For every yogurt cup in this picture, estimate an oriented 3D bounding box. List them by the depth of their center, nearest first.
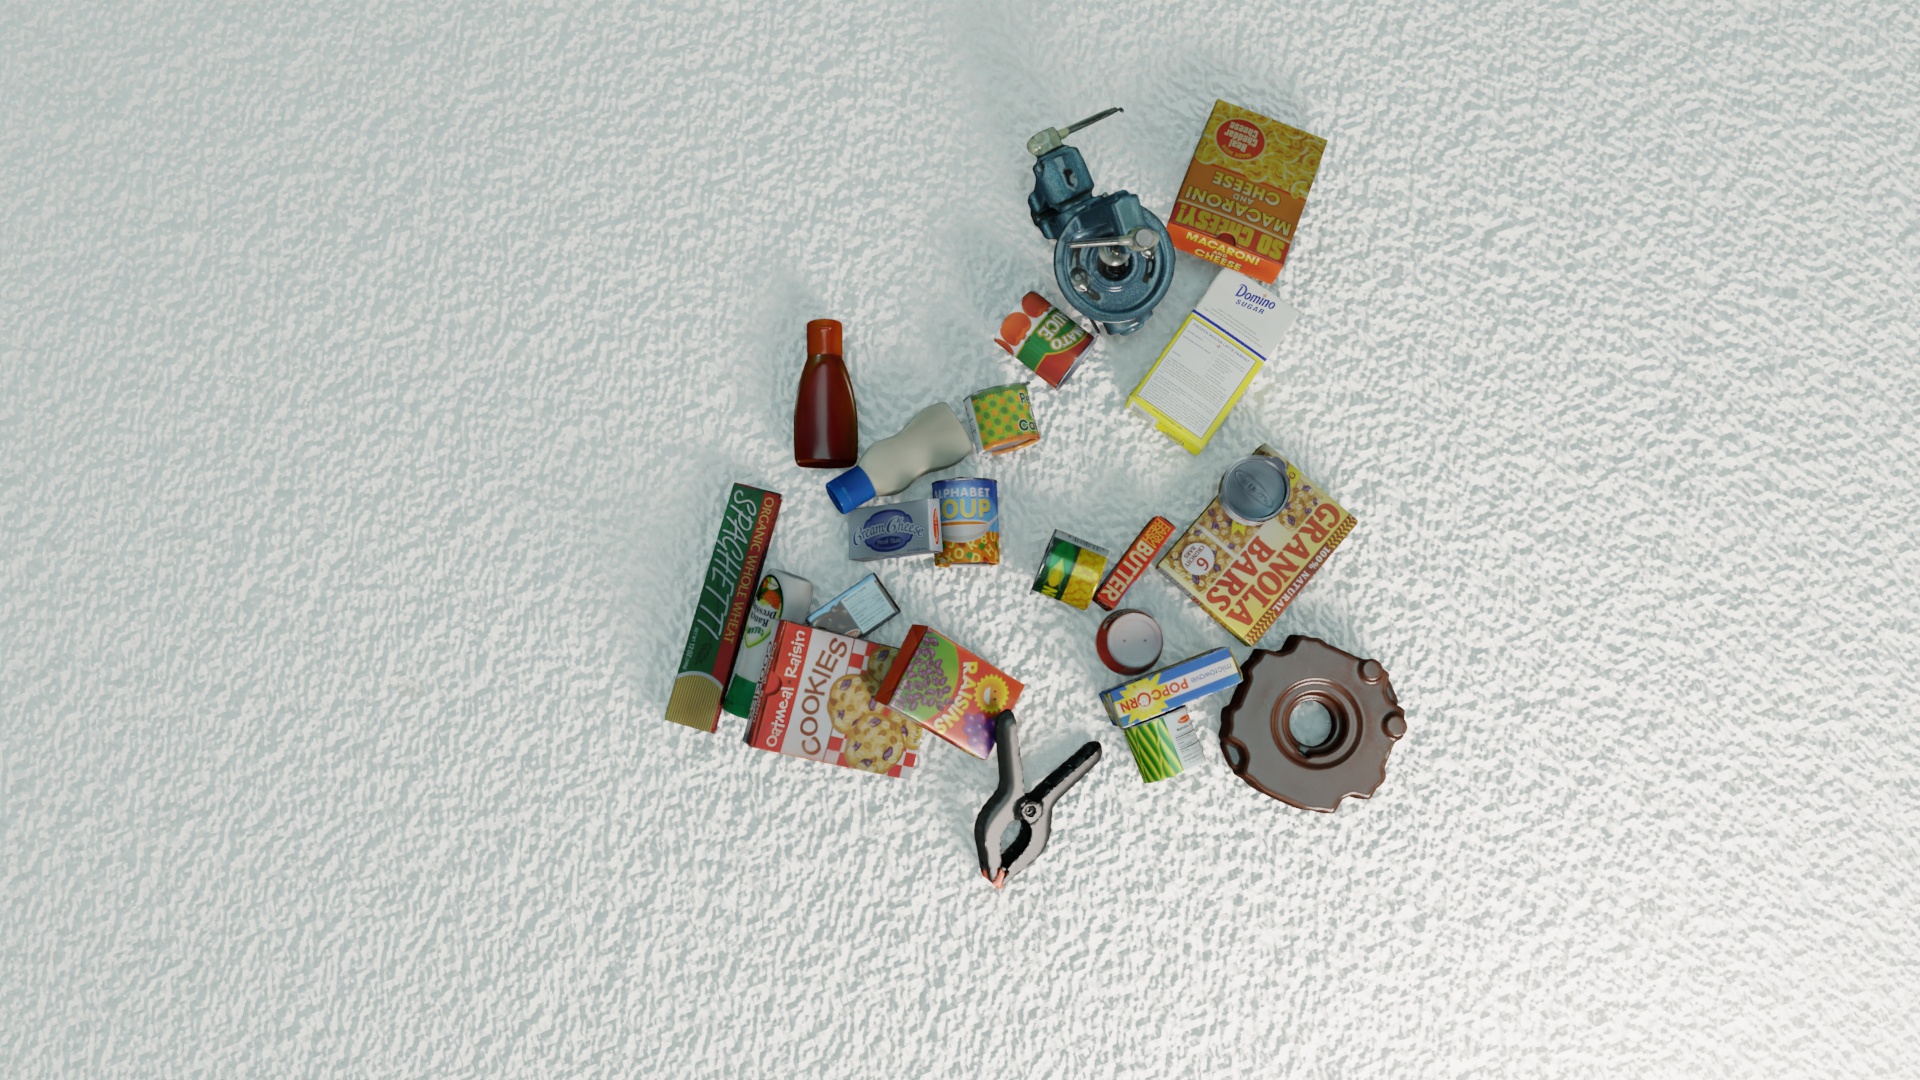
[{"bbox_3d":[0.169,0.100,1.371,0.072,0.054,0.072,0,84,0],"label":"yogurt cup"}]

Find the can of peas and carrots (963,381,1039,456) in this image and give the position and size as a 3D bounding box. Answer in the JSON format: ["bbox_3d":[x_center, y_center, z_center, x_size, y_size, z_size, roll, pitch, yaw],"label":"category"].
[{"bbox_3d":[0.044,-0.121,1.392,0.071,0.071,0.059,-14,84,-2],"label":"can of peas and carrots"}]

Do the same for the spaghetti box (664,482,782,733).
[{"bbox_3d":[-0.236,0.065,1.388,0.050,0.028,0.250,15,83,1],"label":"spaghetti box"}]

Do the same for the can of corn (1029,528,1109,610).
[{"bbox_3d":[0.108,0.031,1.374,0.058,0.071,0.071,22,84,2],"label":"can of corn"}]

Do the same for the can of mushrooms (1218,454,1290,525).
[{"bbox_3d":[0.289,-0.050,1.360,0.071,0.033,0.071,0,82,1],"label":"can of mushrooms"}]

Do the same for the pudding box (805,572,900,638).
[{"bbox_3d":[-0.107,0.074,1.386,0.084,0.030,0.049,-35,85,-4],"label":"pudding box"}]

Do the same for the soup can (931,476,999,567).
[{"bbox_3d":[0.005,-0.017,1.377,0.071,0.071,0.084,-2,83,0],"label":"soup can"}]

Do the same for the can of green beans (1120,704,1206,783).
[{"bbox_3d":[0.199,0.199,1.353,0.071,0.071,0.058,-20,84,-2],"label":"can of green beans"}]

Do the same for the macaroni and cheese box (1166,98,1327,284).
[{"bbox_3d":[0.289,-0.357,1.415,0.124,0.040,0.167,21,68,3],"label":"macaroni and cheese box"}]

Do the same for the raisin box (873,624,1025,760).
[{"bbox_3d":[-0.010,0.147,1.344,0.123,0.040,0.086,33,76,-24],"label":"raisin box"}]

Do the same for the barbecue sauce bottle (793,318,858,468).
[{"bbox_3d":[-0.137,-0.149,1.407,0.065,0.043,0.148,0,82,-9],"label":"barbecue sauce bottle"}]

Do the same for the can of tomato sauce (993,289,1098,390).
[{"bbox_3d":[0.086,-0.204,1.401,0.083,0.071,0.071,39,85,5],"label":"can of tomato sauce"}]

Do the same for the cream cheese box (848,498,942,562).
[{"bbox_3d":[-0.065,-0.010,1.373,0.103,0.024,0.053,-7,81,35],"label":"cream cheese box"}]

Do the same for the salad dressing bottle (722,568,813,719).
[{"bbox_3d":[-0.192,0.103,1.371,0.064,0.044,0.147,20,90,47],"label":"salad dressing bottle"}]

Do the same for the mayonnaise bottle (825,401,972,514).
[{"bbox_3d":[-0.064,-0.078,1.386,0.148,0.041,0.065,-32,90,-15],"label":"mayonnaise bottle"}]

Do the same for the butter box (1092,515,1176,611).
[{"bbox_3d":[0.171,0.023,1.381,0.024,0.053,0.103,38,85,2],"label":"butter box"}]

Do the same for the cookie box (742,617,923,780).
[{"bbox_3d":[-0.113,0.153,1.336,0.167,0.040,0.123,17,83,-25],"label":"cookie box"}]

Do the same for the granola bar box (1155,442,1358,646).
[{"bbox_3d":[0.295,0.005,1.390,0.124,0.039,0.166,41,84,6],"label":"granola bar box"}]

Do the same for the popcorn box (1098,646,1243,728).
[{"bbox_3d":[0.203,0.142,1.350,0.127,0.085,0.038,-21,85,-3],"label":"popcorn box"}]
